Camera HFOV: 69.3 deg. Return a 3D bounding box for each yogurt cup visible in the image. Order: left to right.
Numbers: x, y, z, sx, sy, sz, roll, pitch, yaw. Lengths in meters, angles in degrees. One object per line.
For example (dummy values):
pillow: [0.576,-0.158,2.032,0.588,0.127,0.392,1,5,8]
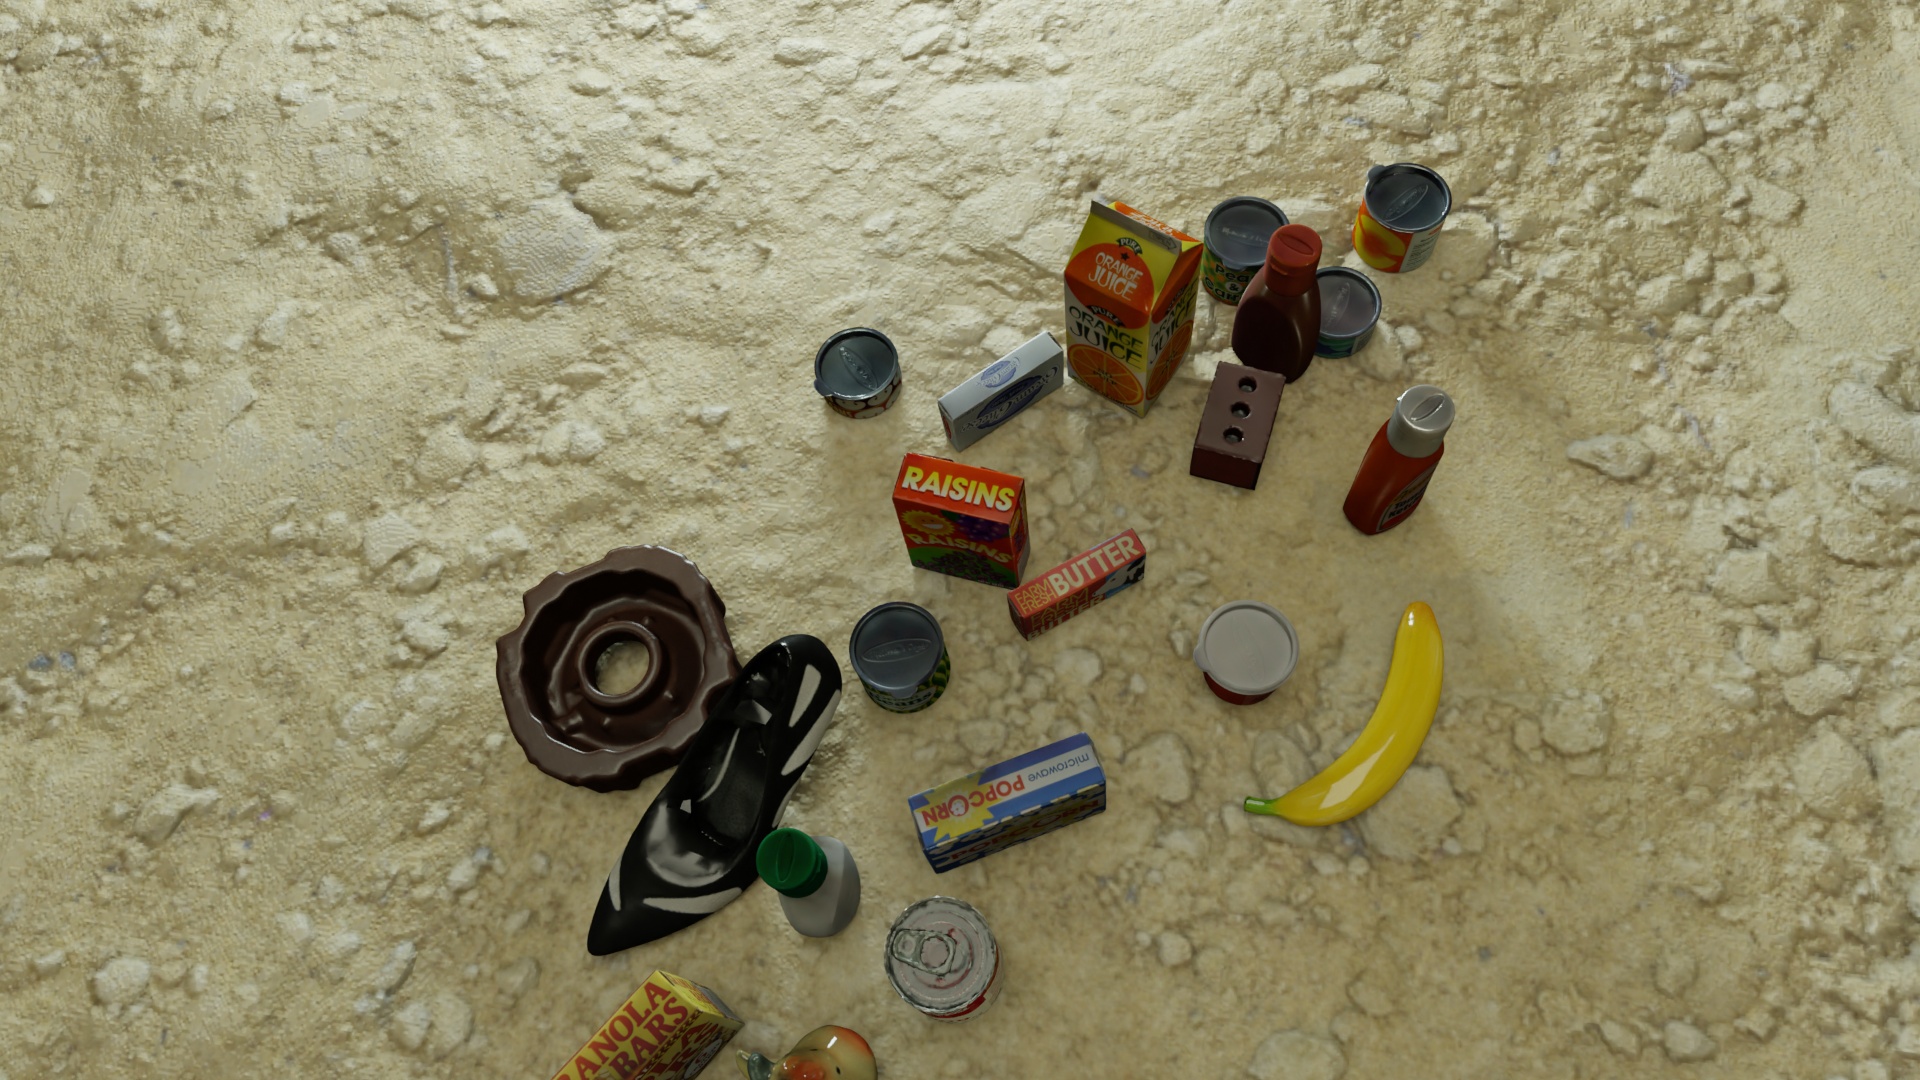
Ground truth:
yogurt cup: [0.198,0.081,0.964,0.072,0.053,0.072,-2,66,4]

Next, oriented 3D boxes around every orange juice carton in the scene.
orange juice carton: [0.124,-0.175,1.007,0.072,0.192,0.073,31,73,17]

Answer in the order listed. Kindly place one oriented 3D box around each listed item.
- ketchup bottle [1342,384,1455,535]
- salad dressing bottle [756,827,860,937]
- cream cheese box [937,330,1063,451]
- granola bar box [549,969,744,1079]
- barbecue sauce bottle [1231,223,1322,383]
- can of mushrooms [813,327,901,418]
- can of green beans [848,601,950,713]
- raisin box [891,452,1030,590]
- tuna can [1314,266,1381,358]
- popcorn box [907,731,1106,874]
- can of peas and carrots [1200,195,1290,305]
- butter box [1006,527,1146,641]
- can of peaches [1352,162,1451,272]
ketchup bottle: [0.306,-0.057,0.963,0.065,0.148,0.043,-37,69,-10]
salad dressing bottle: [-0.096,0.214,0.881,0.044,0.147,0.064,4,67,7]
cream cheese box: [0.032,-0.114,1.065,0.104,0.053,0.024,-34,68,-9]
granola bar box: [-0.216,0.342,0.849,0.039,0.123,0.166,39,75,19]
barbecue sauce bottle: [0.236,-0.174,1.021,0.065,0.148,0.044,35,74,18]
can of mushrooms: [-0.082,-0.130,1.093,0.071,0.033,0.071,-2,66,4]
can of green beans: [-0.042,0.084,0.982,0.071,0.057,0.071,-2,67,4]
raisin box: [0.004,-0.012,0.985,0.086,0.123,0.040,14,69,11]
tuna can: [0.289,-0.178,1.081,0.071,0.032,0.071,-2,66,4]
popcorn box: [0.033,0.175,0.921,0.127,0.085,0.038,-20,67,-4]
can of peas and carrots: [0.222,-0.225,1.093,0.071,0.058,0.071,-2,67,4]
butter box: [0.084,0.032,0.996,0.103,0.053,0.024,-28,67,-7]
can of peaches: [0.345,-0.255,1.096,0.071,0.058,0.071,-2,67,4]
